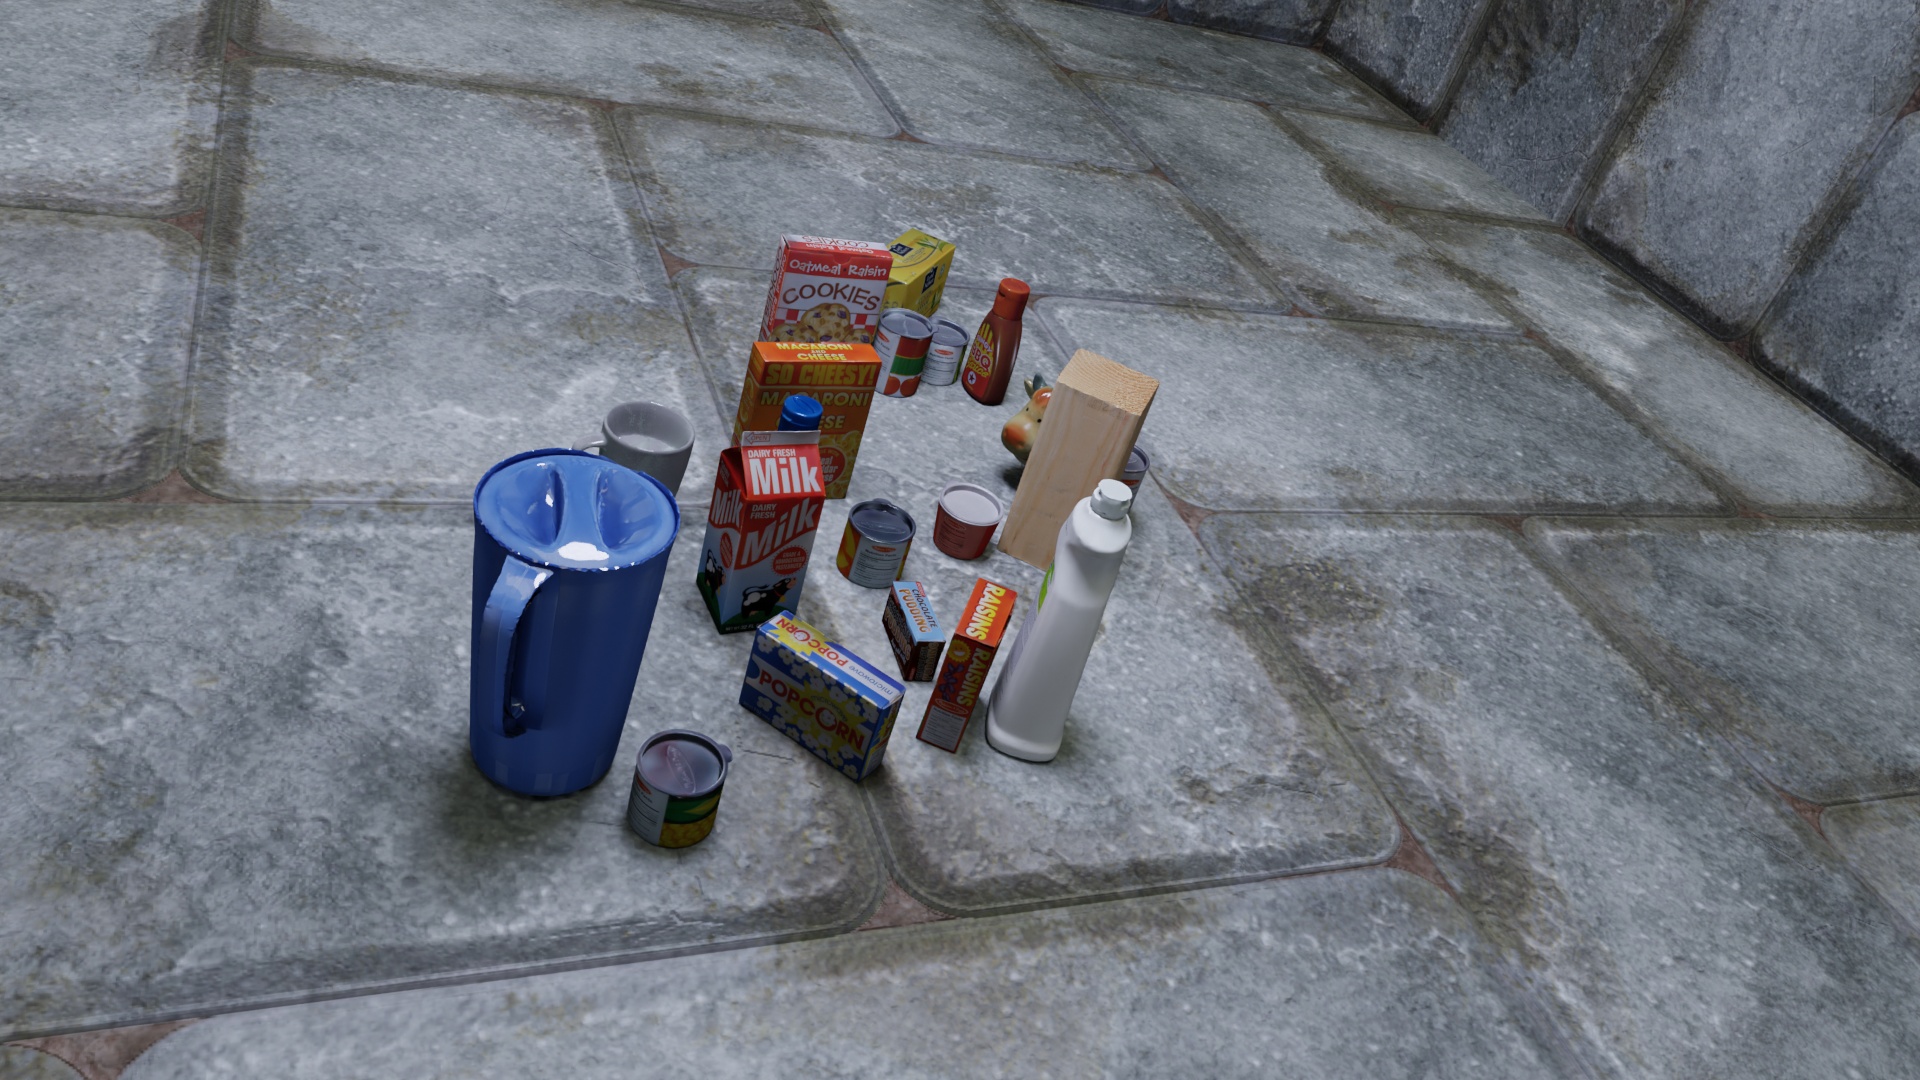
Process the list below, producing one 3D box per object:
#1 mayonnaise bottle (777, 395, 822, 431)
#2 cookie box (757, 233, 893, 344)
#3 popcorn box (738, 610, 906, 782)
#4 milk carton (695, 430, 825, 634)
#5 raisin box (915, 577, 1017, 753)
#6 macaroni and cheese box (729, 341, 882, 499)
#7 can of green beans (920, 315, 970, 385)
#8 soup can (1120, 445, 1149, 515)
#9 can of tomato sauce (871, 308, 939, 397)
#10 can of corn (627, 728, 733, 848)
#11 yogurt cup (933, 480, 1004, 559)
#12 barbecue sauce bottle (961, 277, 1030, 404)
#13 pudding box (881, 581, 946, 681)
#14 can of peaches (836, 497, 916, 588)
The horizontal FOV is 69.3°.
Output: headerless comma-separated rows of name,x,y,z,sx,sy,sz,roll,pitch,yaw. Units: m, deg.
mayonnaise bottle,-0.162,-0.066,1.308,0.065,0.147,0.041,39,39,26
cookie box,-0.155,-0.257,1.558,0.123,0.166,0.040,0,39,-26
popcorn box,-0.112,0.125,1.122,0.127,0.084,0.038,31,36,17
milk carton,-0.171,-0.016,1.197,0.072,0.189,0.074,-4,40,-30
raisin box,0.006,0.105,1.172,0.040,0.122,0.086,22,34,4
macaroni and cheese box,-0.157,-0.116,1.363,0.124,0.165,0.040,-3,40,-29
can of green beans,-0.027,-0.228,1.675,0.071,0.057,0.071,13,35,-9
soup can,0.160,-0.062,1.511,0.071,0.083,0.072,13,35,-9
can of tomato sauce,-0.070,-0.218,1.619,0.071,0.082,0.071,13,35,-9
can of corn,-0.206,0.182,1.023,0.071,0.058,0.071,13,35,-9
yogurt cup,0.005,-0.018,1.403,0.072,0.053,0.073,13,35,-9
barbecue sauce bottle,0.045,-0.237,1.642,0.044,0.147,0.065,-7,42,-32
pudding box,-0.042,0.080,1.248,0.030,0.049,0.084,2,38,-23
can of peaches,-0.081,0.002,1.331,0.071,0.057,0.071,13,35,-9
